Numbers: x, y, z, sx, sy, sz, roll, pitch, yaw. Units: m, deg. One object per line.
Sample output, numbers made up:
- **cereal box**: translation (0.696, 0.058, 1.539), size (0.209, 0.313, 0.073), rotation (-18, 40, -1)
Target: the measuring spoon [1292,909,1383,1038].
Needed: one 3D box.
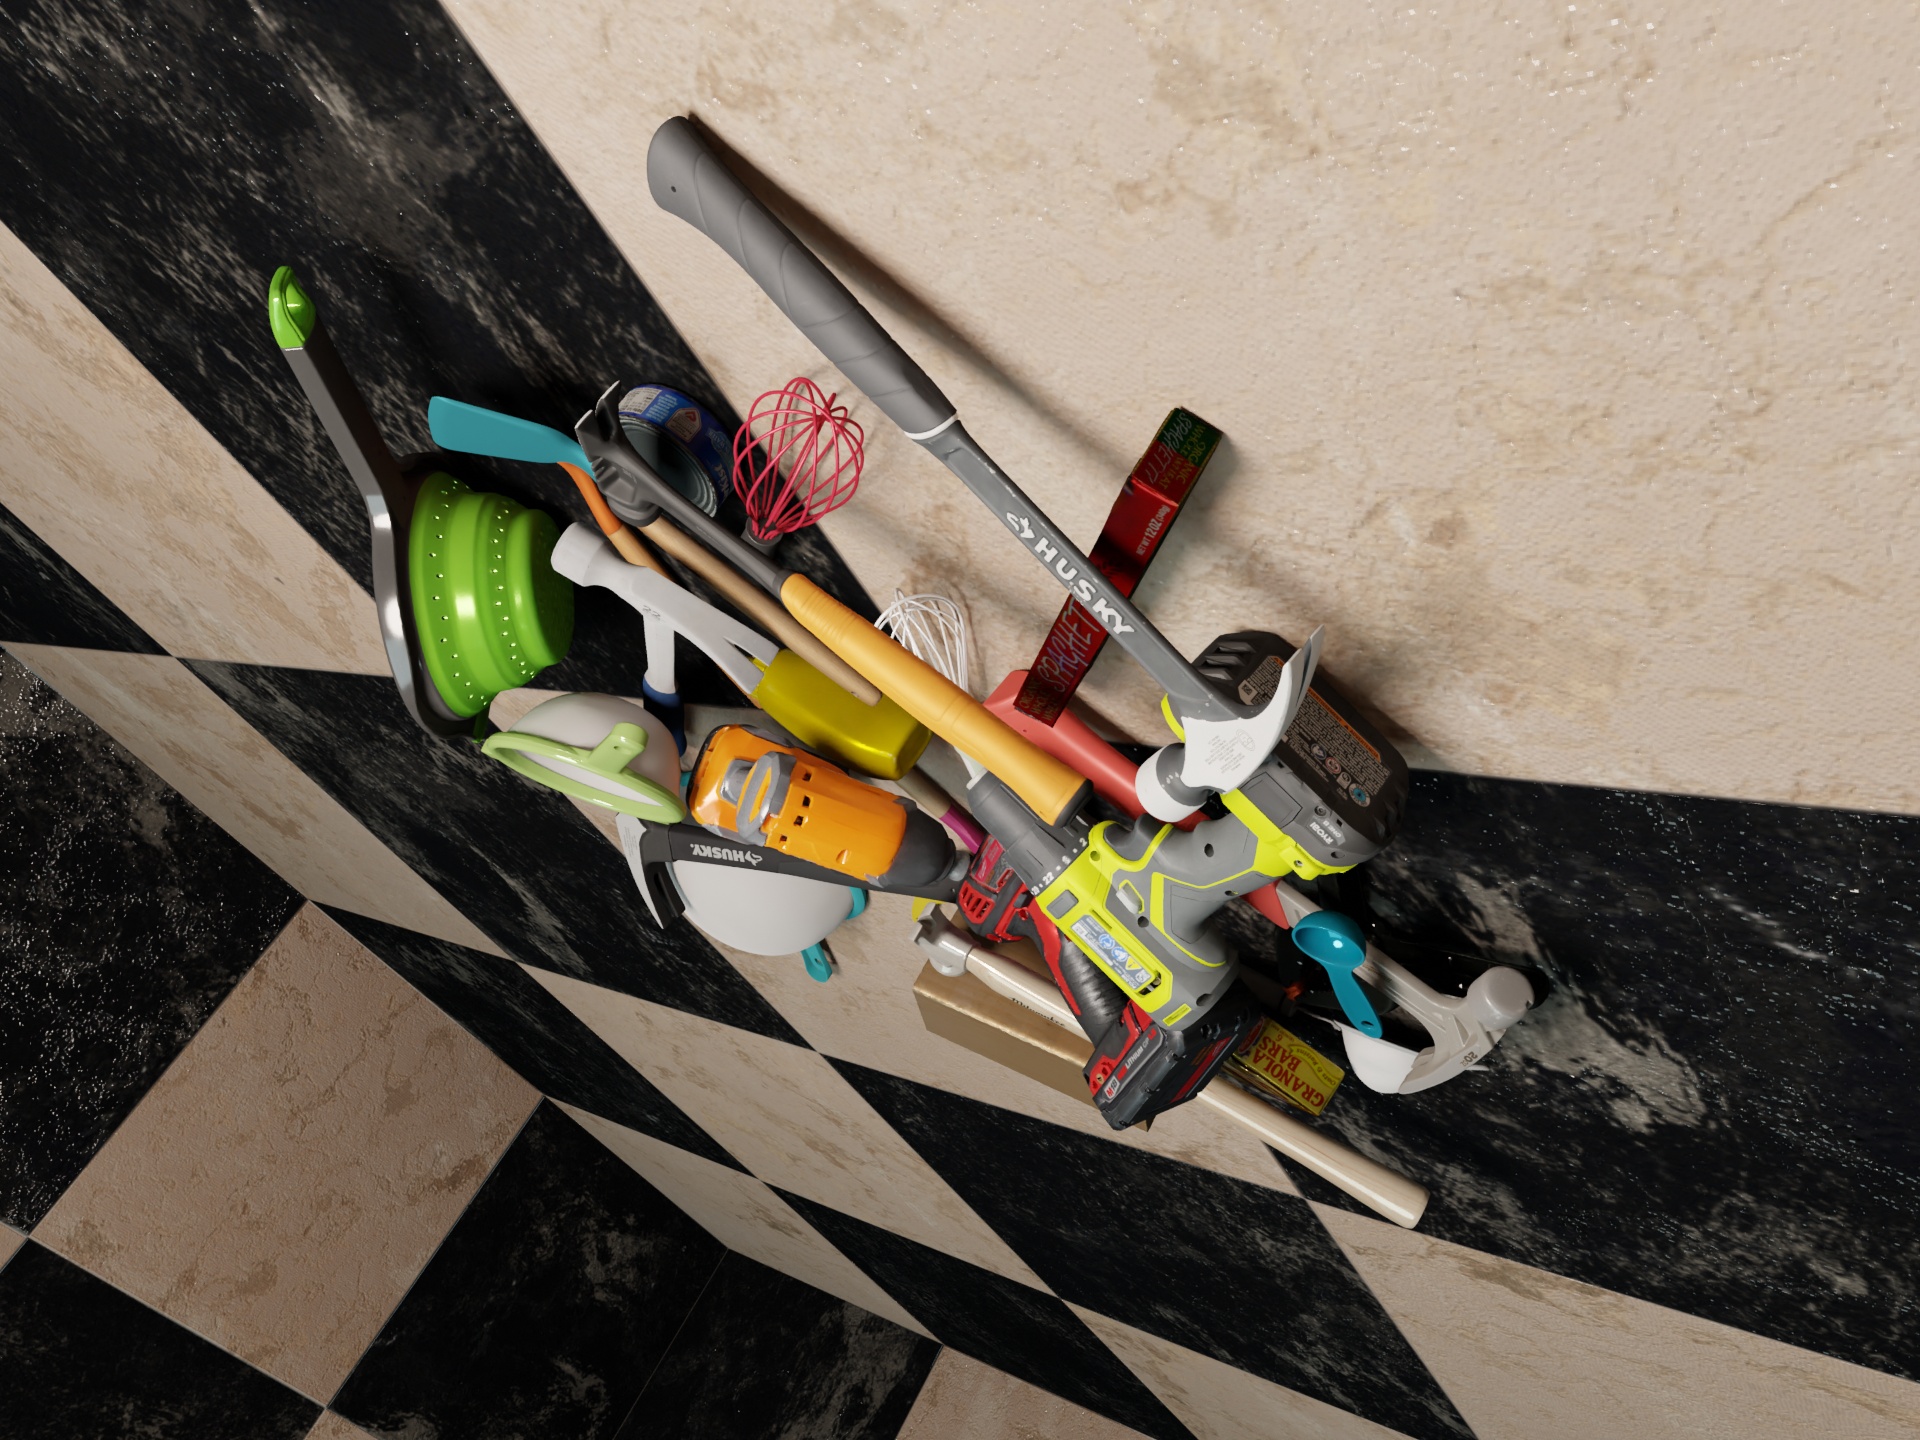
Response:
- **measuring spoon**: translation (0.226, 0.145, 0.919), size (0.042, 0.021, 0.128), rotation (8, 146, 36)

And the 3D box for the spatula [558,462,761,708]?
- **spatula**: translation (-0.231, -0.110, 1.099), size (0.081, 0.041, 0.322), rotation (25, 158, 50)

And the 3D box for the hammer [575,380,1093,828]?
- **hammer**: translation (-0.068, -0.055, 0.862), size (0.337, 0.034, 0.127), rotation (37, 166, 8)

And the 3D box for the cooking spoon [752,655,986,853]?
- **cooking spoon**: translation (-0.030, 0.050, 1.174), size (0.318, 0.017, 0.069), rotation (41, 169, -16)

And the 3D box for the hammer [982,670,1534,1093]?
- **hammer**: translation (0.163, 0.091, 0.967), size (0.359, 0.037, 0.149), rotation (36, 151, 9)

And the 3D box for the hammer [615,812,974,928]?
- **hammer**: translation (-0.131, 0.117, 1.284), size (0.335, 0.035, 0.146), rotation (6, 115, 25)

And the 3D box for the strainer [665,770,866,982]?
- **strainer**: translation (-0.186, 0.184, 1.476), size (0.211, 0.095, 0.340), rotation (19, 149, 24)

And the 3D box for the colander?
- **colander**: translation (-0.340, -0.139, 1.066), size (0.094, 0.205, 0.396), rotation (-5, 144, 2)

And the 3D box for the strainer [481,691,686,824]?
- **strainer**: translation (-0.244, 0.009, 1.115), size (0.151, 0.069, 0.256), rotation (24, 163, -16)

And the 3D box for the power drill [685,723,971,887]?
- **power drill**: translation (-0.097, 0.067, 1.128), size (0.164, 0.084, 0.226), rotation (22, 176, -23)

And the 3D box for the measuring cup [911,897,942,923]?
- **measuring cup**: translation (-0.031, 0.148, 1.323), size (0.062, 0.029, 0.156), rotation (28, 150, 8)

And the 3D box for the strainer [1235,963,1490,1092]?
- **strainer**: translation (0.239, 0.204, 1.119), size (0.259, 0.050, 0.086), rotation (25, 178, 26)

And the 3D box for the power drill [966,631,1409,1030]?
- **power drill**: translation (0.116, 0.055, 0.885), size (0.190, 0.080, 0.228), rotation (45, 135, 4)

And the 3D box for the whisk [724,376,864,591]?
- **whisk**: translation (-0.112, -0.121, 0.944), size (0.073, 0.073, 0.296), rotation (35, 159, -5)

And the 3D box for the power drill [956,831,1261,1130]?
- **power drill**: translation (0.089, 0.144, 1.054), size (0.220, 0.078, 0.143), rotation (52, 133, 29)

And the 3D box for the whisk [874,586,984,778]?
- **whisk**: translation (-0.002, -0.003, 1.030), size (0.058, 0.059, 0.246), rotation (61, 178, 38)

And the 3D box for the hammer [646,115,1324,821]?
- **hammer**: translation (0.001, -0.127, 0.745), size (0.409, 0.036, 0.149), rotation (46, 147, 1)

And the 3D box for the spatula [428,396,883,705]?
- **spatula**: translation (-0.181, -0.101, 0.976), size (0.317, 0.044, 0.082), rotation (38, 161, -7)

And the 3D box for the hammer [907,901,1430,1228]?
- **hammer**: translation (0.145, 0.248, 1.155), size (0.411, 0.038, 0.146), rotation (27, 169, 15)

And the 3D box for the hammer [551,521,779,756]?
- **hammer**: translation (-0.209, -0.027, 1.139), size (0.144, 0.035, 0.405), rotation (31, 163, -1)
